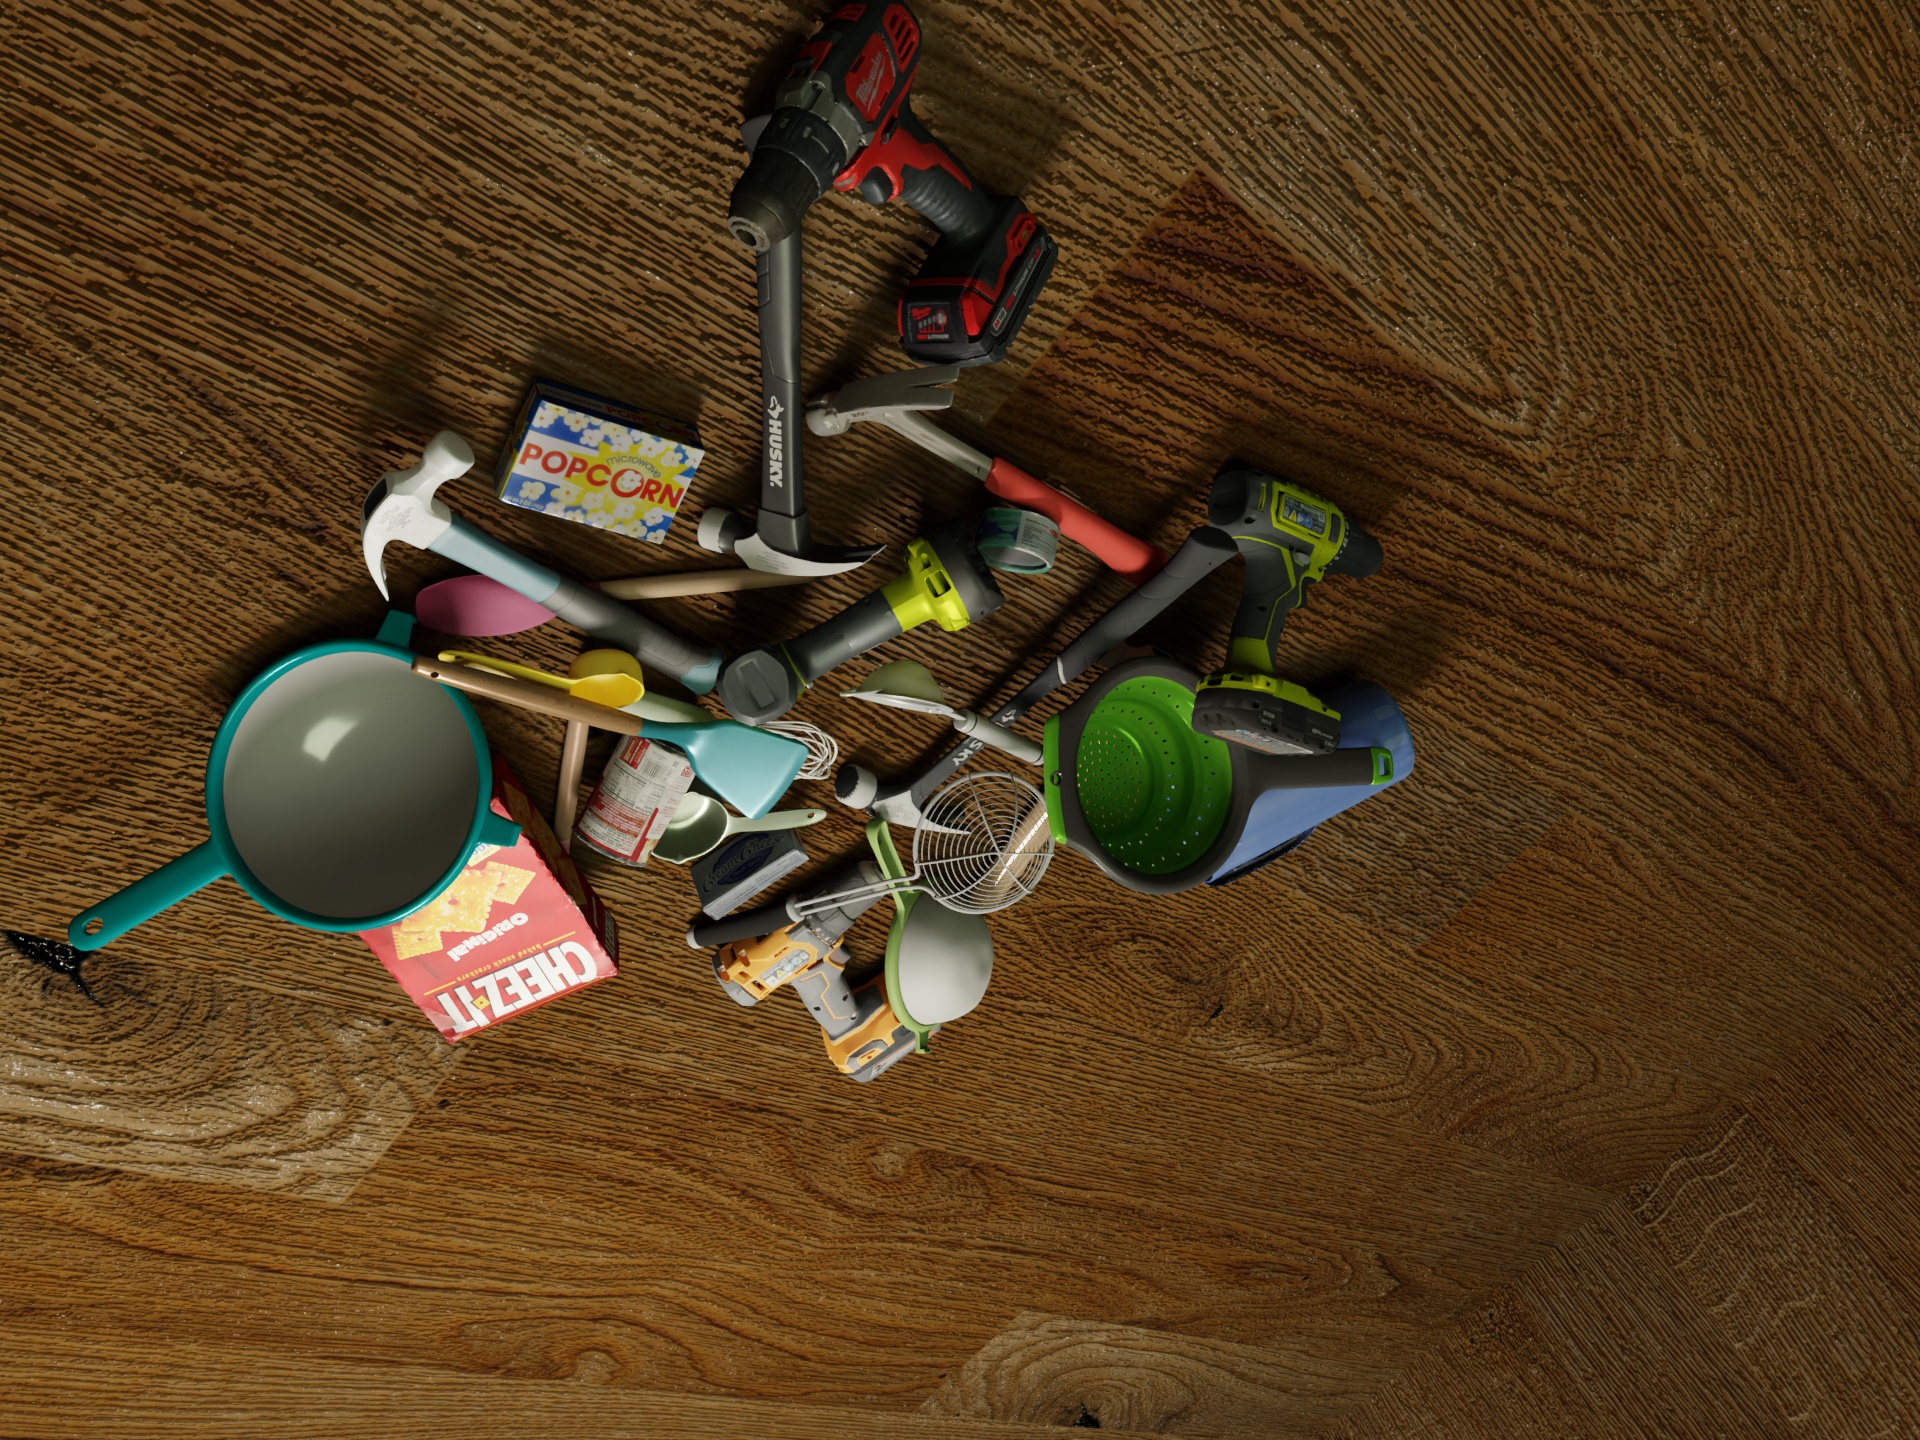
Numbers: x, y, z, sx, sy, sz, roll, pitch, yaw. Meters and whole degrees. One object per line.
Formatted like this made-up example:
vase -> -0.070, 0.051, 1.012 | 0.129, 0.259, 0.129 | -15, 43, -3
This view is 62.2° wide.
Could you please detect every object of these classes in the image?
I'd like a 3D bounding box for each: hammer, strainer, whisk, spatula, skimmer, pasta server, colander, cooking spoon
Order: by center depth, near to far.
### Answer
hammer -> -0.120, -0.253, 1.102 | 0.035, 0.146, 0.334 | -47, 147, -50
hammer -> -0.292, -0.092, 1.167 | 0.128, 0.033, 0.330 | -35, 143, 19
strainer -> -0.491, 0.079, 1.180 | 0.340, 0.211, 0.095 | -29, 174, 3
spatula -> -0.262, 0.004, 1.201 | 0.317, 0.044, 0.082 | 18, 118, -41
cooking spoon -> -0.252, -0.101, 1.222 | 0.318, 0.017, 0.068 | -7, 144, -20
hammer -> 0.055, -0.181, 1.241 | 0.358, 0.149, 0.037 | 22, 75, -44
whisk -> -0.204, 0.006, 1.310 | 0.246, 0.058, 0.059 | 19, 127, -37
strainer -> -0.002, -0.004, 1.331 | 0.258, 0.087, 0.050 | 25, 76, -44
pasta server -> -0.331, 0.081, 1.331 | 0.060, 0.040, 0.316 | 7, 125, -16
hammer -> 0.077, -0.030, 1.390 | 0.409, 0.036, 0.149 | -40, 137, 24
skimmer -> -0.089, 0.141, 1.427 | 0.363, 0.090, 0.127 | -18, 113, 28
colander -> 0.220, 0.048, 1.435 | 0.397, 0.094, 0.204 | -1, 86, -30
strainer -> -0.022, 0.188, 1.498 | 0.069, 0.152, 0.256 | 3, 133, 27
hammer -> 0.104, 0.063, 1.518 | 0.130, 0.031, 0.331 | 21, 120, -24

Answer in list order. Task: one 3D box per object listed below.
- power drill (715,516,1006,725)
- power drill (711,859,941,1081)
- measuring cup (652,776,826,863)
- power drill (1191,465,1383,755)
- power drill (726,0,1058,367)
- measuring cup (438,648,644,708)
power drill -> -0.084, -0.071, 1.248 | 0.223, 0.171, 0.080 | -29, 95, -3
power drill -> -0.106, 0.241, 1.552 | 0.185, 0.084, 0.226 | -37, 130, 6
measuring cup -> -0.200, 0.079, 1.393 | 0.167, 0.038, 0.083 | -3, 130, -25
power drill -> 0.288, -0.089, 1.381 | 0.190, 0.080, 0.228 | 17, 78, -35
power drill -> -0.046, -0.326, 1.032 | 0.226, 0.080, 0.188 | 45, 65, -44
measuring cup -> -0.309, -0.042, 1.179 | 0.156, 0.029, 0.062 | 13, 146, -35
